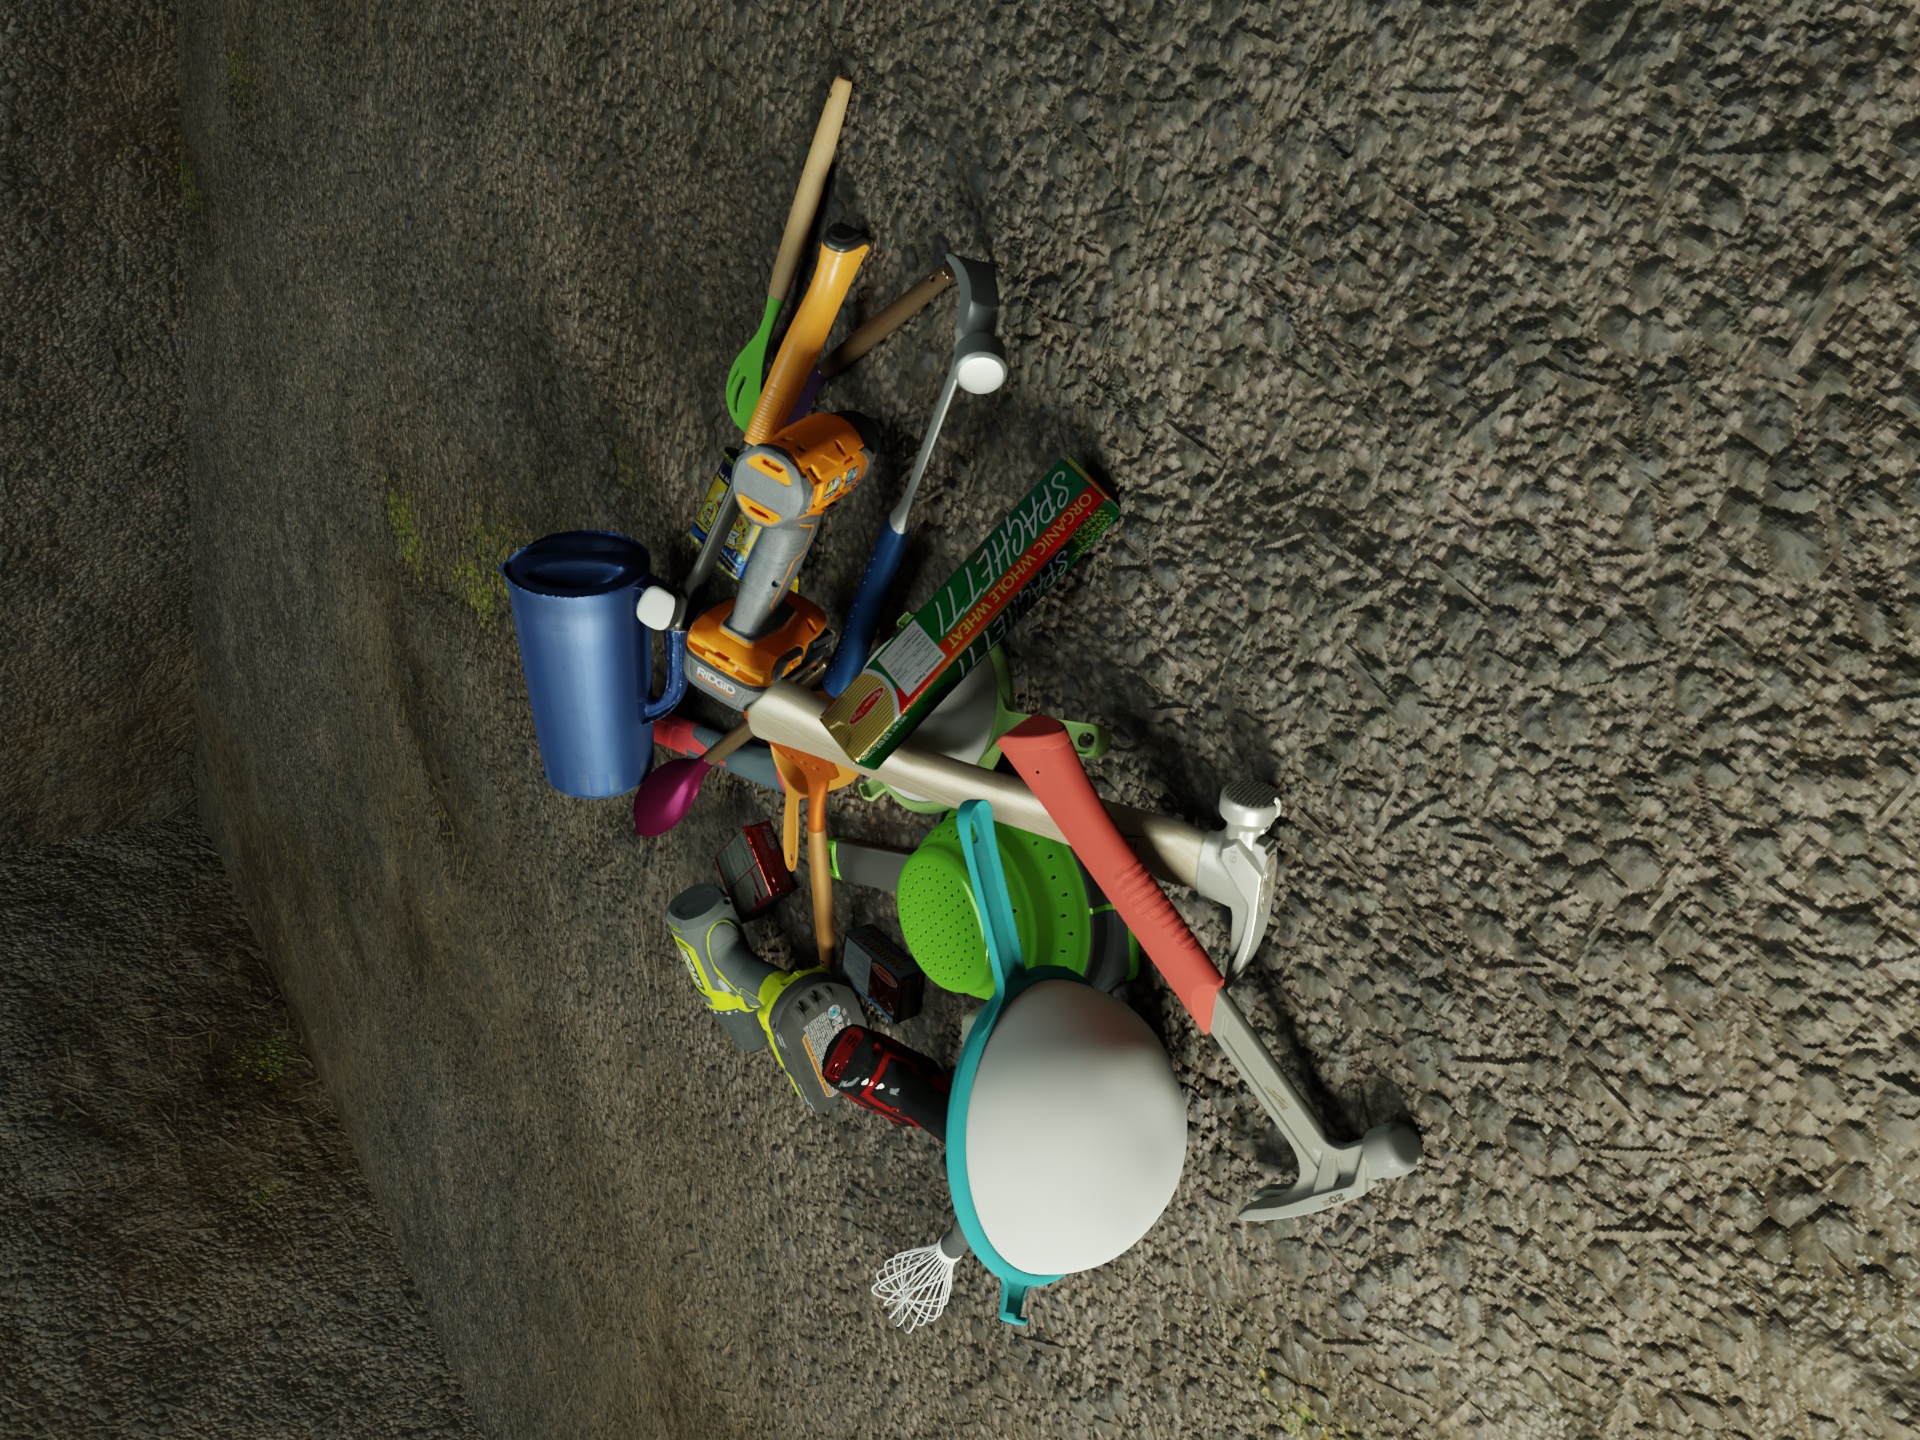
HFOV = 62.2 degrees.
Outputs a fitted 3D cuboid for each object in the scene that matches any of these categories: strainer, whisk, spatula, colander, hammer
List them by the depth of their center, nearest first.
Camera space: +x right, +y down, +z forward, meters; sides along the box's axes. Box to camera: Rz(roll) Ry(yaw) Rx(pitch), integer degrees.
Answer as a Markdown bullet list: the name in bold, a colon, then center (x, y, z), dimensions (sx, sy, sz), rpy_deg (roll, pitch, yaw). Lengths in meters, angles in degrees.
- **hammer**: center (0.134, 0.154, 1.011), dimensions (0.359, 0.037, 0.149), rpy_deg (54, 137, 3)
- **strainer**: center (0.074, 0.210, 1.036), dimensions (0.095, 0.211, 0.340), rpy_deg (-3, 108, 37)
- **hammer**: center (0.021, 0.059, 1.099), dimensions (0.411, 0.038, 0.146), rpy_deg (18, 120, 29)
- **strainer**: center (-0.002, -0.004, 1.145), dimensions (0.256, 0.069, 0.151), rpy_deg (10, 85, 50)
- **hammer**: center (-0.041, -0.160, 1.184), dimensions (0.405, 0.035, 0.144), rpy_deg (115, 160, -48)
- **hammer**: center (-0.150, -0.223, 1.240), dimensions (0.034, 0.127, 0.337), rpy_deg (29, 102, 13)
- **colander**: center (-0.031, 0.135, 1.250), dimensions (0.397, 0.094, 0.204), rpy_deg (3, 104, 52)
- **spatula**: center (-0.094, -0.289, 1.255), dimensions (0.316, 0.018, 0.060), rpy_deg (-19, 80, 54)
- **spatula**: center (-0.125, 0.111, 1.329), dimensions (0.081, 0.041, 0.322), rpy_deg (24, 138, 24)
- **whisk**: center (-0.015, 0.452, 1.337), dimensions (0.070, 0.070, 0.284), rpy_deg (58, 149, 22)
- **hammer**: center (-0.259, 0.034, 1.566), dimensions (0.387, 0.038, 0.143), rpy_deg (17, 116, 49)

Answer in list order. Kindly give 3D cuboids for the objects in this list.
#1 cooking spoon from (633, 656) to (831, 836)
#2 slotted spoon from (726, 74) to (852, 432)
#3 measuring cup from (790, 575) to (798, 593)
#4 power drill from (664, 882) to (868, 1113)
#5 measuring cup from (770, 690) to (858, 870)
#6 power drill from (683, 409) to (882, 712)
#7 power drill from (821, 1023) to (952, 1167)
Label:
- **cooking spoon**: center (-0.215, 0.023, 1.456), dimensions (0.319, 0.017, 0.069), rpy_deg (-35, 56, 37)
- **slotted spoon**: center (-0.141, -0.365, 1.277), dimensions (0.313, 0.031, 0.070), rpy_deg (-65, 34, 36)
- **measuring cup**: center (-0.164, -0.073, 1.409), dimensions (0.062, 0.029, 0.156), rpy_deg (3, 102, 53)
- **power drill**: center (-0.178, 0.270, 1.489), dimensions (0.229, 0.080, 0.190), rpy_deg (25, 140, 47)
- **measuring cup**: center (-0.125, 0.054, 1.384), dimensions (0.095, 0.052, 0.173), rpy_deg (37, 131, 40)
- **power drill**: center (-0.128, -0.133, 1.232), dimensions (0.084, 0.164, 0.226), rpy_deg (30, 126, 12)
- **power drill**: center (-0.001, 0.317, 1.249), dimensions (0.220, 0.143, 0.078), rpy_deg (19, 75, 49)
